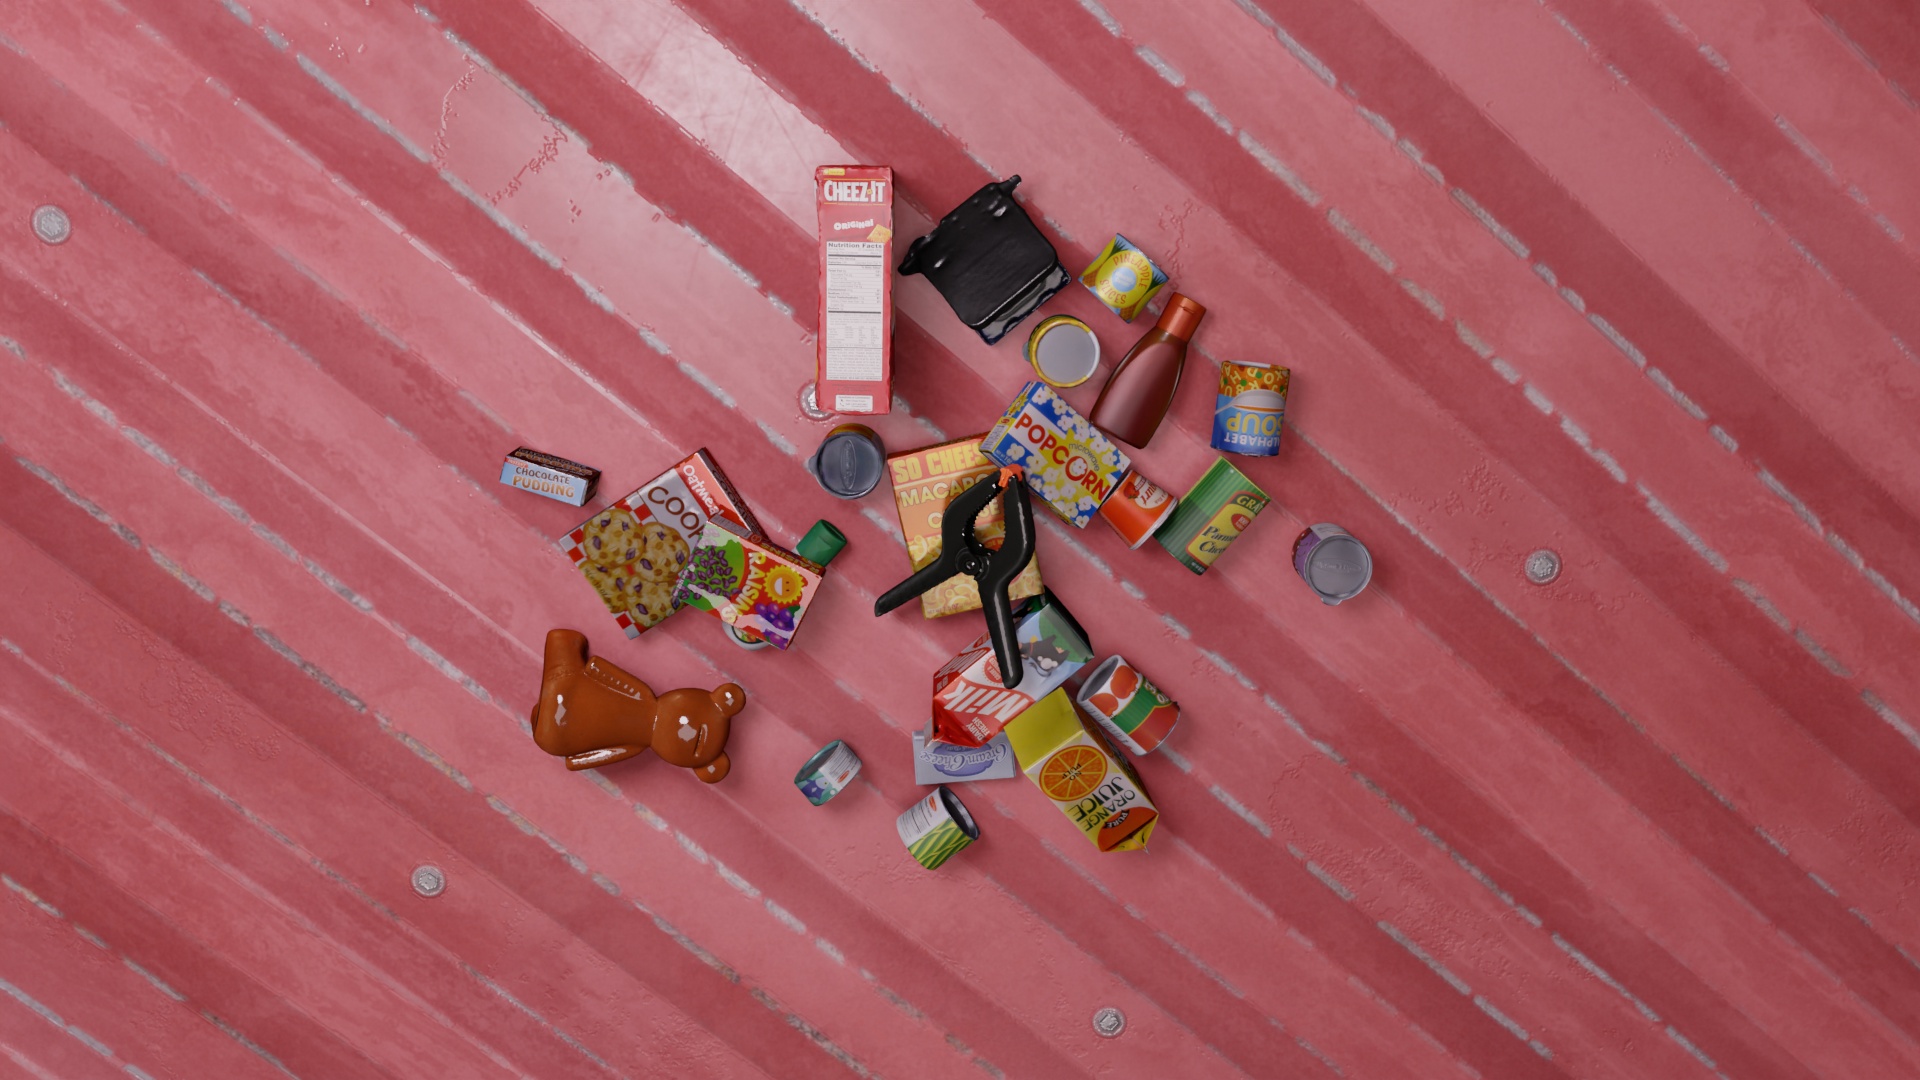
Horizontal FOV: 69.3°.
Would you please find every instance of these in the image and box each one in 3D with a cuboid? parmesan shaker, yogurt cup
[{"bbox_3d":[0.246,-0.023,1.357,0.071,0.071,0.103,39,101,-8],"label":"parmesan shaker"},{"bbox_3d":[0.170,-0.032,1.356,0.054,0.072,0.072,41,100,-1],"label":"yogurt cup"}]

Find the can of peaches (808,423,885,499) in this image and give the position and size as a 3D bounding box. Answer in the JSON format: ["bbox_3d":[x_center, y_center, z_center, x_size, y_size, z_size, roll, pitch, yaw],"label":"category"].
[{"bbox_3d":[-0.109,-0.078,1.346,0.071,0.058,0.071,0,104,0],"label":"can of peaches"}]

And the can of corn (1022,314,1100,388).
[{"bbox_3d":[0.096,-0.180,1.323,0.071,0.058,0.071,0,103,0],"label":"can of corn"}]

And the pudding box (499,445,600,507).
[{"bbox_3d":[-0.398,-0.063,1.353,0.084,0.050,0.030,18,104,-3],"label":"pudding box"}]

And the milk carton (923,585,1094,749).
[{"bbox_3d":[0.036,0.138,1.388,0.190,0.072,0.073,-39,101,8],"label":"milk carton"}]

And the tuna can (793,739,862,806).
[{"bbox_3d":[-0.137,0.237,1.415,0.071,0.071,0.033,-39,99,8],"label":"tuna can"}]

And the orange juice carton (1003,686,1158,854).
[{"bbox_3d":[0.131,0.239,1.378,0.073,0.072,0.192,-37,123,7],"label":"orange juice carton"}]

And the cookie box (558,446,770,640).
[{"bbox_3d":[-0.289,0.002,1.373,0.167,0.040,0.122,-31,101,8],"label":"cookie box"}]

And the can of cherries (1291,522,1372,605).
[{"bbox_3d":[0.364,0.023,1.370,0.071,0.058,0.071,0,103,-1],"label":"can of cherries"}]

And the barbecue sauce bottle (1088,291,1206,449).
[{"bbox_3d":[0.185,-0.165,1.335,0.065,0.044,0.148,27,101,-6],"label":"barbecue sauce bottle"}]

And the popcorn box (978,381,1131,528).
[{"bbox_3d":[0.091,-0.082,1.330,0.126,0.038,0.085,39,82,-23],"label":"popcorn box"}]

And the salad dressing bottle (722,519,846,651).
[{"bbox_3d":[-0.174,0.043,1.380,0.064,0.044,0.147,41,99,-8],"label":"salad dressing bottle"}]

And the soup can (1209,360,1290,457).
[{"bbox_3d":[0.278,-0.126,1.329,0.071,0.071,0.083,5,103,-1],"label":"soup can"}]

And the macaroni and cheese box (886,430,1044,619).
[{"bbox_3d":[0.005,-0.017,1.369,0.124,0.040,0.166,-13,103,1],"label":"macaroni and cheese box"}]

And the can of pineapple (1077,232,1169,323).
[{"bbox_3d":[0.153,-0.245,1.303,0.071,0.071,0.057,40,100,-9],"label":"can of pineapple"}]

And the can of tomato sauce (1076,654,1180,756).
[{"bbox_3d":[0.170,0.164,1.398,0.083,0.071,0.071,41,100,-8],"label":"can of tomato sauce"}]

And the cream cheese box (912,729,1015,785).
[{"bbox_3d":[0.003,0.220,1.431,0.104,0.024,0.053,-5,103,1],"label":"cream cheese box"}]

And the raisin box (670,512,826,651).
[{"bbox_3d":[-0.203,0.041,1.338,0.123,0.040,0.086,27,100,-3],"label":"raisin box"}]

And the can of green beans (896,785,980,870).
[{"bbox_3d":[-0.024,0.296,1.427,0.058,0.071,0.071,-38,100,9],"label":"can of green beans"}]
